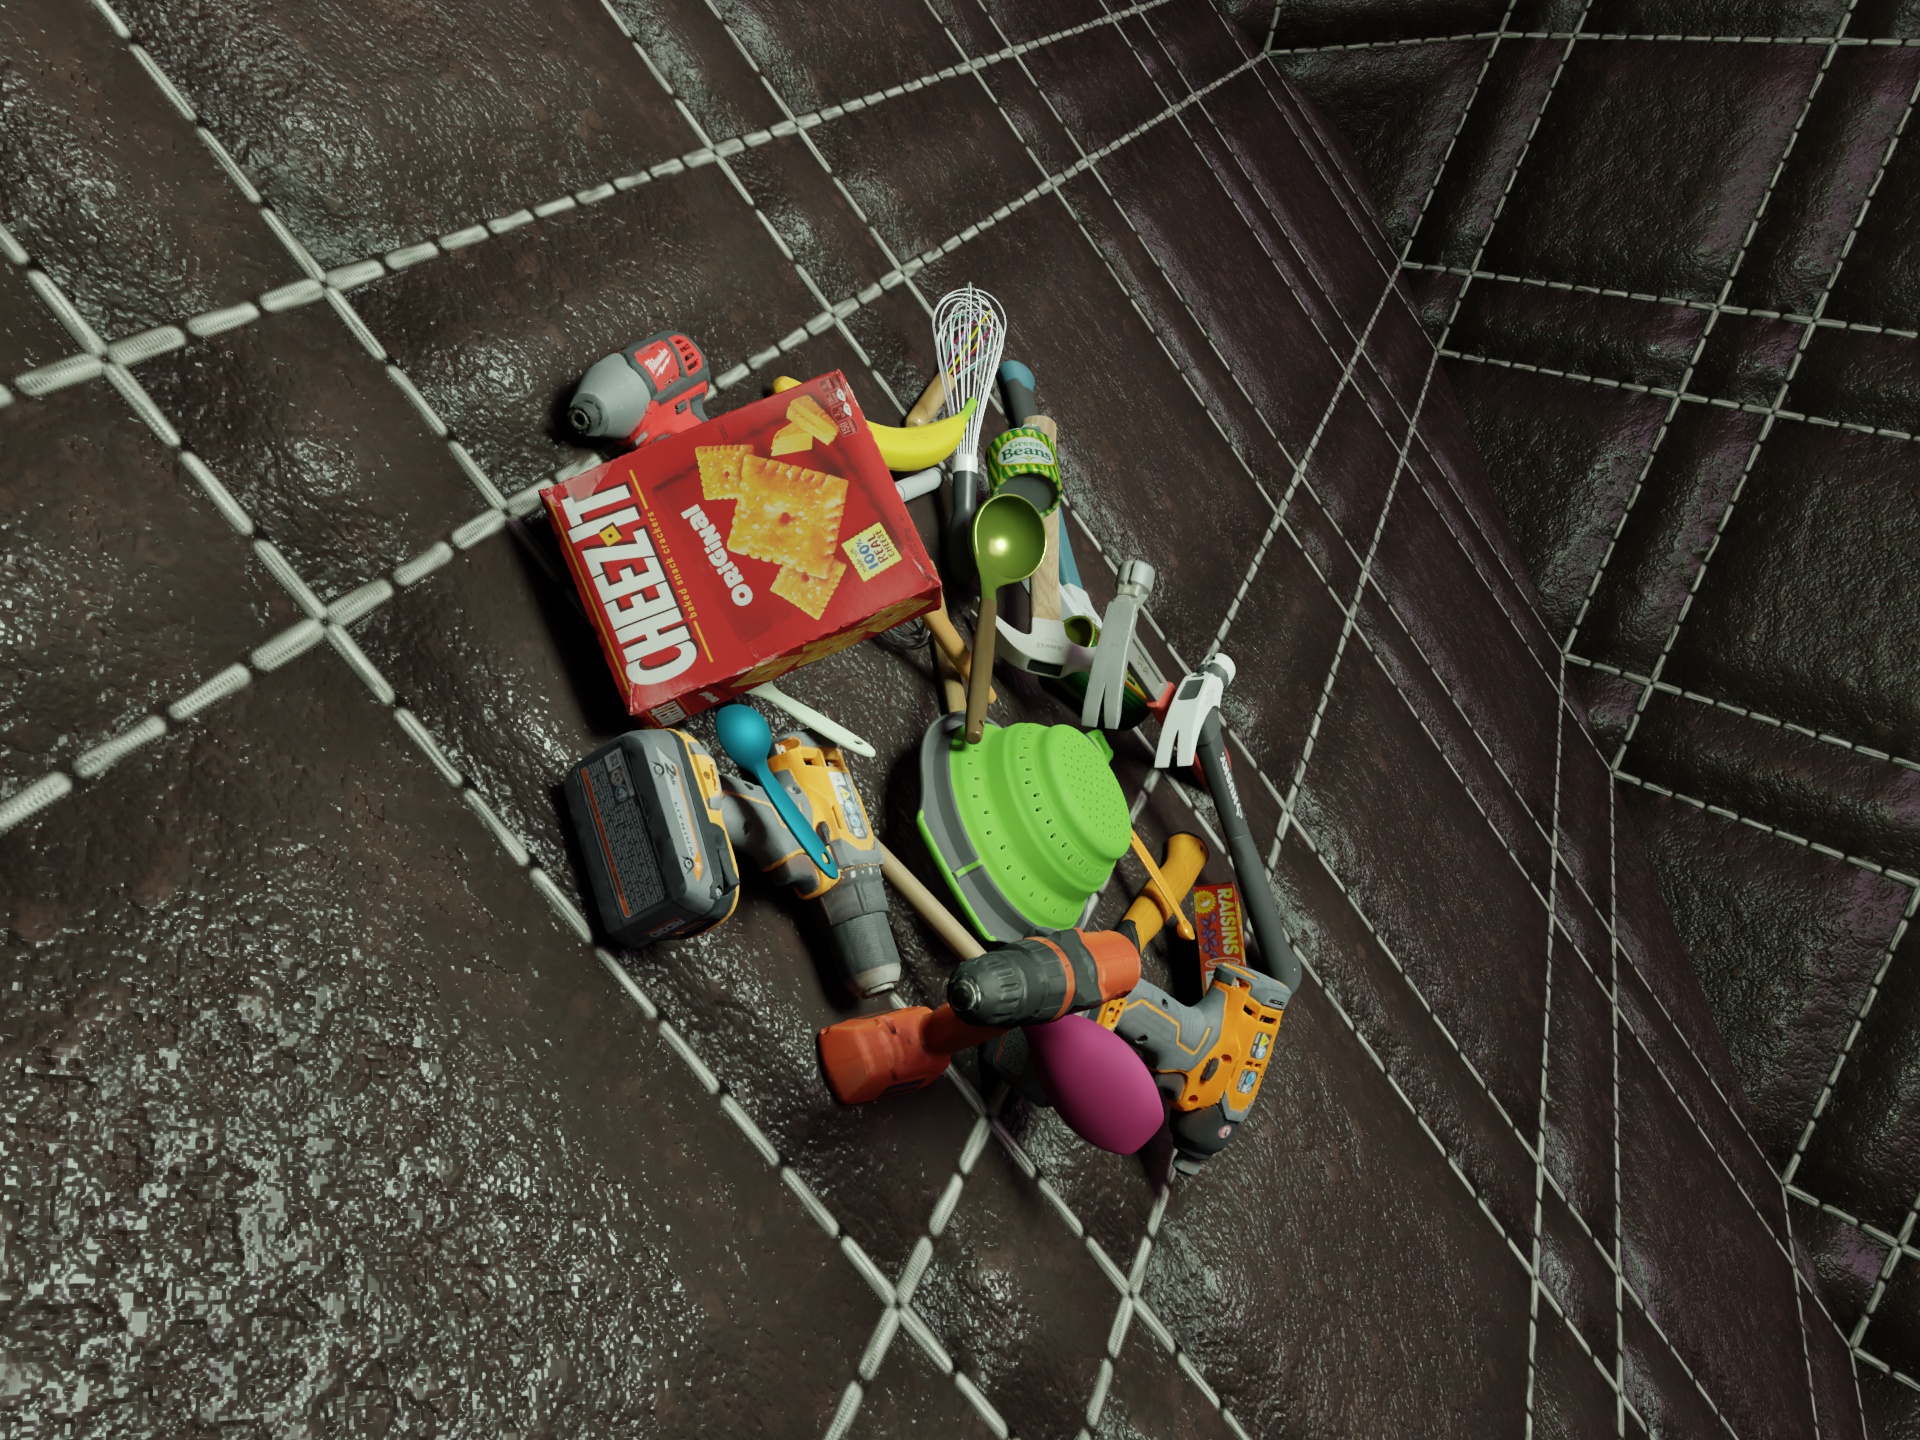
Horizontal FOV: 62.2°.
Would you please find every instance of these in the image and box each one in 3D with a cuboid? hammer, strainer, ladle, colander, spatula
[{"bbox_3d":[0.157,0.185,1.363,0.127,0.034,0.337,56,32,-4],"label":"hammer"},{"bbox_3d":[-0.060,-0.189,1.360,0.087,0.050,0.258,33,25,8],"label":"strainer"},{"bbox_3d":[0.087,-0.224,1.600,0.128,0.033,0.331,21,48,-47],"label":"hammer"},{"bbox_3d":[0.074,-0.170,1.476,0.130,0.031,0.332,8,49,-9],"label":"hammer"},{"bbox_3d":[0.030,-0.086,1.289,0.078,0.062,0.320,45,28,-24],"label":"ladle"},{"bbox_3d":[0.092,0.051,1.283,0.204,0.094,0.397,60,24,-2],"label":"colander"},{"bbox_3d":[-0.033,-0.111,1.219,0.322,0.041,0.081,54,25,-46],"label":"spatula"},{"bbox_3d":[0.189,-0.002,1.452,0.358,0.037,0.149,46,54,-59],"label":"hammer"},{"bbox_3d":[-0.002,-0.004,1.306,0.069,0.031,0.316,27,42,-47],"label":"ladle"},{"bbox_3d":[0.256,0.117,1.460,0.146,0.035,0.334,-50,127,-48],"label":"hammer"}]

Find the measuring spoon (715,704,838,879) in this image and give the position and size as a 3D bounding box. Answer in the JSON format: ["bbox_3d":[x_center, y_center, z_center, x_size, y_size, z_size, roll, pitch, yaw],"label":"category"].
[{"bbox_3d":[-0.105,0.043,0.978,0.128,0.021,0.042,57,24,-11],"label":"measuring spoon"}]

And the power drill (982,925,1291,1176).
[{"bbox_3d":[0.133,0.248,1.175,0.226,0.084,0.164,19,91,-32],"label":"power drill"}]

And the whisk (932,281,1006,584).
[{"bbox_3d":[0.005,-0.261,1.439,0.070,0.070,0.285,14,73,-49],"label":"whisk"}]

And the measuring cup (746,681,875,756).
[{"bbox_3d":[-0.121,-0.032,1.077,0.168,0.038,0.083,32,24,14],"label":"measuring cup"}]

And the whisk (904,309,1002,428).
[{"bbox_3d":[-0.009,-0.344,1.556,0.051,0.047,0.245,49,37,-18],"label":"whisk"}]

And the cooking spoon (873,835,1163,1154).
[{"bbox_3d":[0.015,0.170,1.096,0.319,0.069,0.017,45,8,15],"label":"cooking spoon"}]

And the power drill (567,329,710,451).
[{"bbox_3d":[-0.184,-0.173,1.145,0.219,0.078,0.143,51,32,-9],"label":"power drill"}]

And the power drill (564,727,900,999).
[{"bbox_3d":[-0.127,0.093,1.005,0.226,0.084,0.185,5,61,-58],"label":"power drill"}]

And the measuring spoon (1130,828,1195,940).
[{"bbox_3d":[0.169,0.141,1.380,0.117,0.011,0.021,60,24,10],"label":"measuring spoon"}]

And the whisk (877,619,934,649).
[{"bbox_3d":[-0.106,-0.143,1.255,0.238,0.055,0.055,43,36,-19],"label":"whisk"}]
